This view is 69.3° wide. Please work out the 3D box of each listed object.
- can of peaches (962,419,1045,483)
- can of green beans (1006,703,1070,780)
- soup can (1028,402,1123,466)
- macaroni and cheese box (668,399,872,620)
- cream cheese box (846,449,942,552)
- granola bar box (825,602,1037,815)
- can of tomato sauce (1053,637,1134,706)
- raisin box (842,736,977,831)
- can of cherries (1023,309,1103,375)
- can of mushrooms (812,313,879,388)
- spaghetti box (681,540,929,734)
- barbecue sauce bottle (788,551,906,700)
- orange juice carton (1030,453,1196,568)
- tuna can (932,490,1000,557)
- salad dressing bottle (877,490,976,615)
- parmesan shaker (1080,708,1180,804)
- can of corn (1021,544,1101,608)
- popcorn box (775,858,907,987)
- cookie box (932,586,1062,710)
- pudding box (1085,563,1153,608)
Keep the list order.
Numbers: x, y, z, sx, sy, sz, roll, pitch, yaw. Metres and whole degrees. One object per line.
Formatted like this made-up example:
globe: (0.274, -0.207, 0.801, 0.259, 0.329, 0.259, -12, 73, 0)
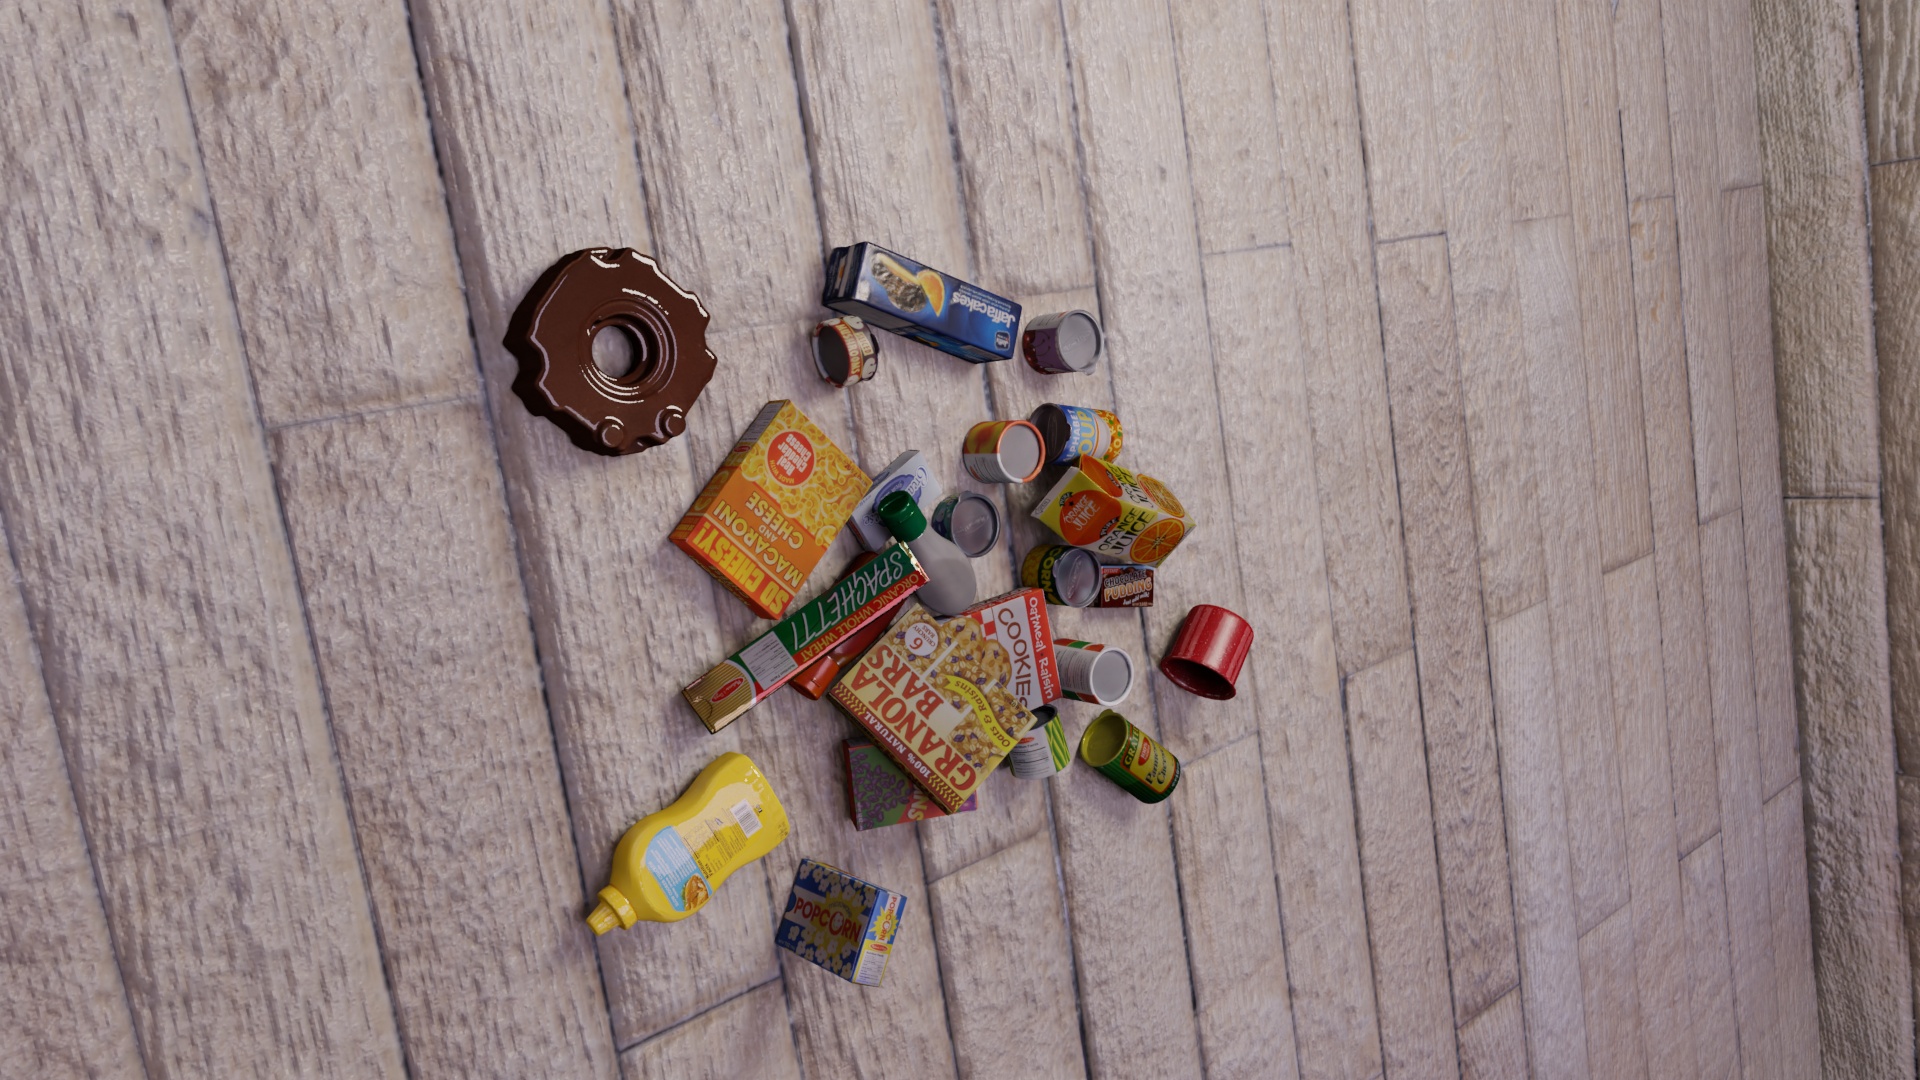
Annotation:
can of peaches: (0.047, -0.094, 1.442, 0.071, 0.058, 0.071, -2, 93, -37)
can of green beans: (0.078, 0.213, 1.472, 0.071, 0.071, 0.057, -26, 108, -34)
soup can: (0.125, -0.111, 1.493, 0.084, 0.071, 0.071, 3, 90, -38)
macaroni and cheese box: (-0.173, -0.028, 1.288, 0.123, 0.040, 0.167, 45, 65, -29)
cream cheese box: (-0.068, -0.040, 1.378, 0.104, 0.024, 0.053, -43, 117, -28)
granola bar box: (-0.028, 0.161, 1.333, 0.165, 0.039, 0.124, 44, 71, 2)
can of tomato sauce: (0.138, 0.142, 1.504, 0.071, 0.083, 0.071, -2, 93, -37)
raisin box: (-0.049, 0.230, 1.364, 0.123, 0.040, 0.086, -7, 97, -14)
can of cherries: (0.110, -0.209, 1.487, 0.071, 0.058, 0.071, -1, 92, -38)
can of mushrooms: (-0.108, -0.179, 1.313, 0.033, 0.071, 0.071, -21, 104, -33)
spaghetti box: (-0.140, 0.088, 1.286, 0.251, 0.028, 0.050, -35, 89, -20)
barbecue sauce bottle: (-0.110, 0.085, 1.338, 0.064, 0.043, 0.149, 45, 66, -23)
orange juice carton: (0.159, -0.034, 1.491, 0.193, 0.073, 0.071, 14, 124, -44)
tuna can: (0.005, -0.018, 1.429, 0.071, 0.033, 0.071, -2, 93, -37)
salad dressing bottle: (-0.034, 0.012, 1.371, 0.064, 0.044, 0.147, -32, 129, -1)
parmesan shaker: (0.193, 0.243, 1.560, 0.103, 0.071, 0.071, 38, 70, -32)
can of corn: (0.107, 0.037, 1.492, 0.071, 0.058, 0.071, -2, 93, -37)
popcorn box: (-0.112, 0.354, 1.293, 0.038, 0.126, 0.085, 26, 77, -38)
cookie box: (0.023, 0.129, 1.443, 0.168, 0.040, 0.122, -17, 102, -35)
pudding box: (0.179, 0.051, 1.566, 0.084, 0.030, 0.049, 1, 90, -38)
